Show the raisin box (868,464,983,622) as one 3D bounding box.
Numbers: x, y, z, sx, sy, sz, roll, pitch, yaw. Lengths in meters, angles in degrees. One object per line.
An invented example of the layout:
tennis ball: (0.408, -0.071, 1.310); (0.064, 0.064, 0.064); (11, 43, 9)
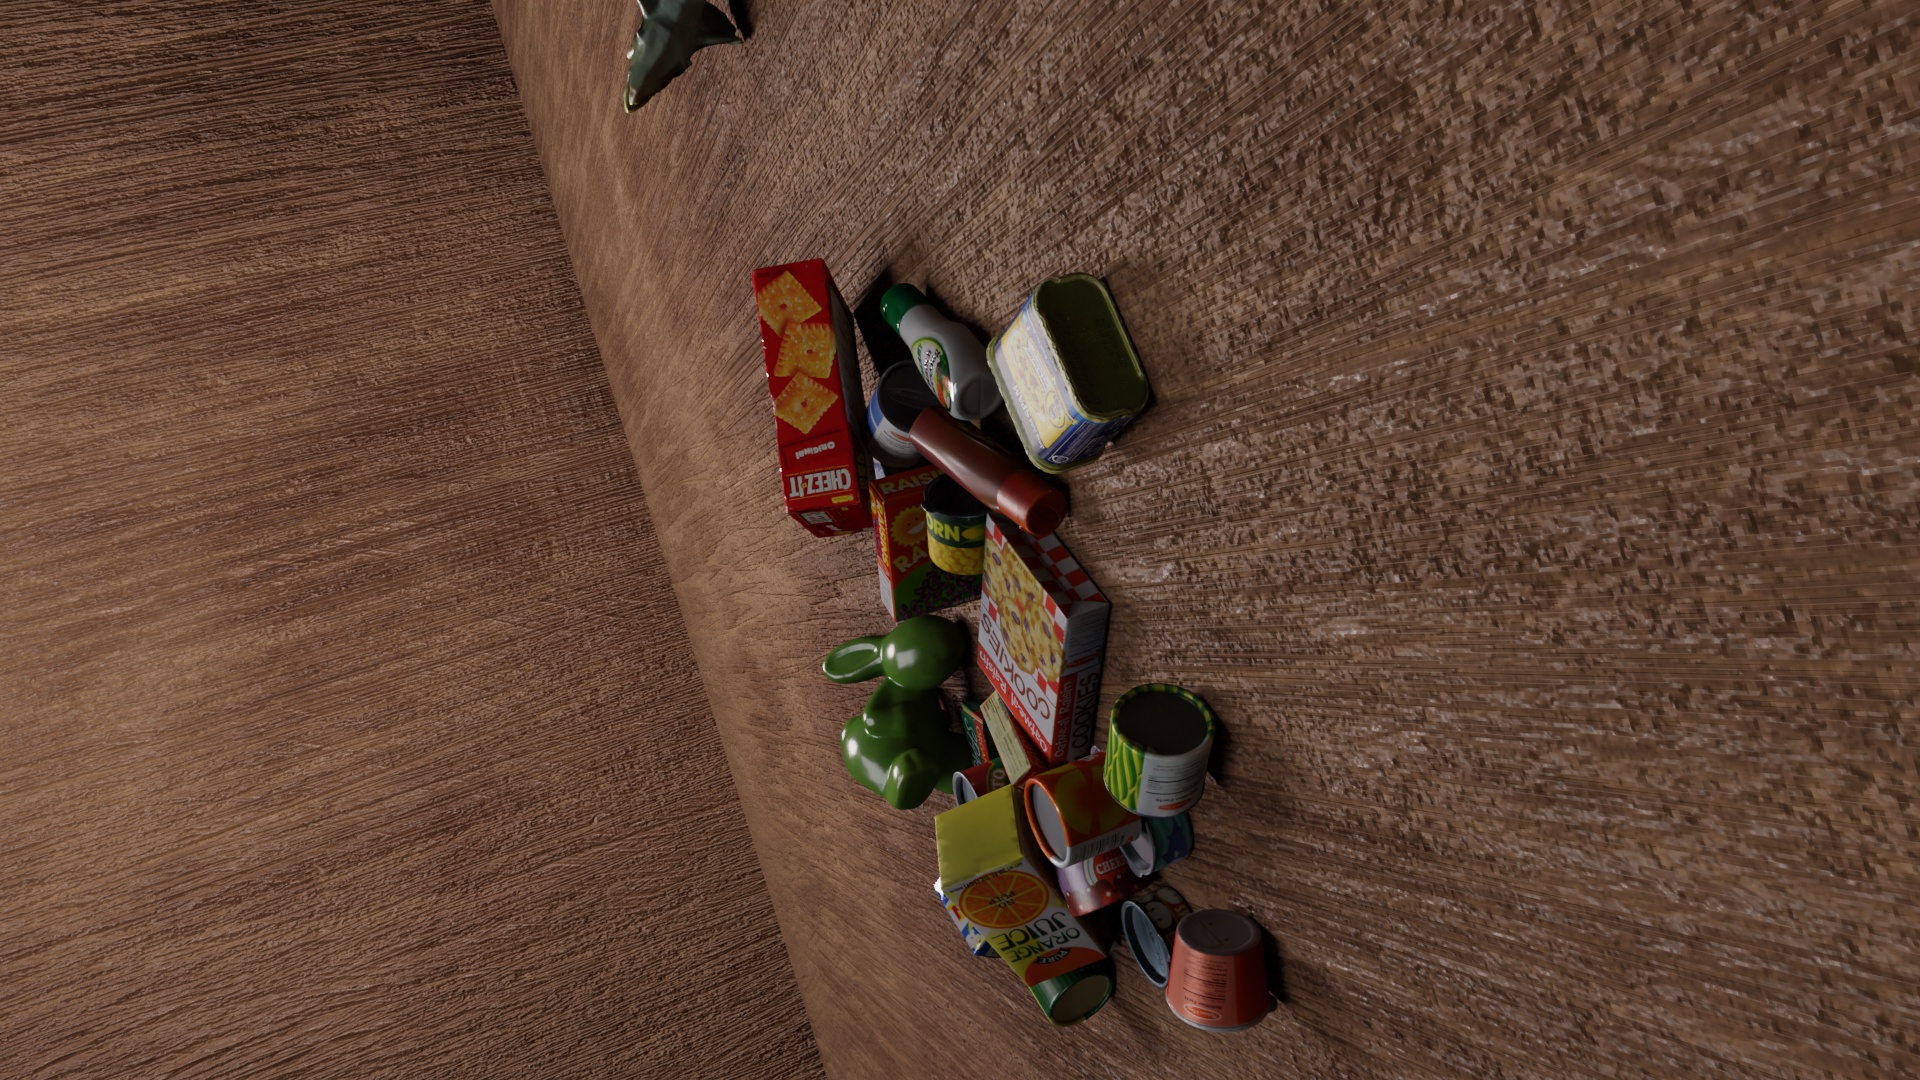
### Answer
raisin box: (-0.026, -0.001, 1.160); (0.040, 0.086, 0.122); (-125, 26, -52)

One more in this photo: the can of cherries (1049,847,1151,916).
can of cherries: (0.104, 0.244, 1.046); (0.058, 0.072, 0.071); (68, 160, 13)

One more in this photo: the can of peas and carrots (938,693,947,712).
can of peas and carrots: (-0.052, 0.175, 1.418); (0.058, 0.071, 0.071); (4, 110, 69)

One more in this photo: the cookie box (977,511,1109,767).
cookie box: (0.060, 0.073, 1.059); (0.123, 0.040, 0.166); (54, 153, 41)

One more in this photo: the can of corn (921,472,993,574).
can of corn: (0.004, -0.014, 1.090); (0.071, 0.071, 0.058); (50, 151, 47)

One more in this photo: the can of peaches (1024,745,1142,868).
can of peaches: (0.083, 0.184, 0.960); (0.071, 0.058, 0.070); (53, 152, 43)

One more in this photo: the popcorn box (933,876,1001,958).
popcorn box: (0.038, 0.286, 1.207); (0.126, 0.038, 0.085); (-58, 40, 15)

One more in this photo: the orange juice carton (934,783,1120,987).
orange juice carton: (0.057, 0.286, 1.102); (0.192, 0.072, 0.073); (55, -164, -34)

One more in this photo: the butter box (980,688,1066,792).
butter box: (0.053, 0.166, 1.108); (0.024, 0.053, 0.104); (-50, 30, 16)

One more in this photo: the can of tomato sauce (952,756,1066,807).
can of tomato sauce: (0.045, 0.209, 1.150); (0.071, 0.083, 0.070); (53, 153, 43)

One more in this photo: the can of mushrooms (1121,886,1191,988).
can of mushrooms: (0.149, 0.289, 1.012); (0.071, 0.033, 0.071); (164, 89, -71)

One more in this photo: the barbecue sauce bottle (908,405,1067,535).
barbecue sauce bottle: (0.022, -0.051, 1.032); (0.043, 0.065, 0.149); (-57, 42, 6)

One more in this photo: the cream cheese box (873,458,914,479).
cream cheese box: (-0.068, -0.054, 1.323); (0.103, 0.024, 0.053); (115, 135, -62)

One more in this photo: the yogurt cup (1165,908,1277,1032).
yogurt cup: (0.168, 0.278, 0.906); (0.072, 0.072, 0.053); (-148, 52, -61)

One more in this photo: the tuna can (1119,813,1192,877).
tuna can: (0.133, 0.201, 0.979); (0.071, 0.033, 0.071); (164, 89, -71)

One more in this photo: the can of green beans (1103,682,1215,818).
can of green beans: (0.127, 0.134, 0.889); (0.071, 0.071, 0.057); (54, 153, 43)

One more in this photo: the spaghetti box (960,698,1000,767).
spaghetti box: (0.045, 0.266, 1.284); (0.050, 0.029, 0.249); (-154, 49, -64)

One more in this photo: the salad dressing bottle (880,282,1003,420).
salad dressing bottle: (-0.017, -0.149, 1.071); (0.148, 0.044, 0.064); (-126, 26, -43)

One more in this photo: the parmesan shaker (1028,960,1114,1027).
parmesan shaker: (0.083, 0.362, 1.213); (0.103, 0.071, 0.071); (49, 150, 46)

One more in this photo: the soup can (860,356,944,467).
soup can: (-0.044, -0.107, 1.153); (0.083, 0.071, 0.071); (131, 119, -68)
